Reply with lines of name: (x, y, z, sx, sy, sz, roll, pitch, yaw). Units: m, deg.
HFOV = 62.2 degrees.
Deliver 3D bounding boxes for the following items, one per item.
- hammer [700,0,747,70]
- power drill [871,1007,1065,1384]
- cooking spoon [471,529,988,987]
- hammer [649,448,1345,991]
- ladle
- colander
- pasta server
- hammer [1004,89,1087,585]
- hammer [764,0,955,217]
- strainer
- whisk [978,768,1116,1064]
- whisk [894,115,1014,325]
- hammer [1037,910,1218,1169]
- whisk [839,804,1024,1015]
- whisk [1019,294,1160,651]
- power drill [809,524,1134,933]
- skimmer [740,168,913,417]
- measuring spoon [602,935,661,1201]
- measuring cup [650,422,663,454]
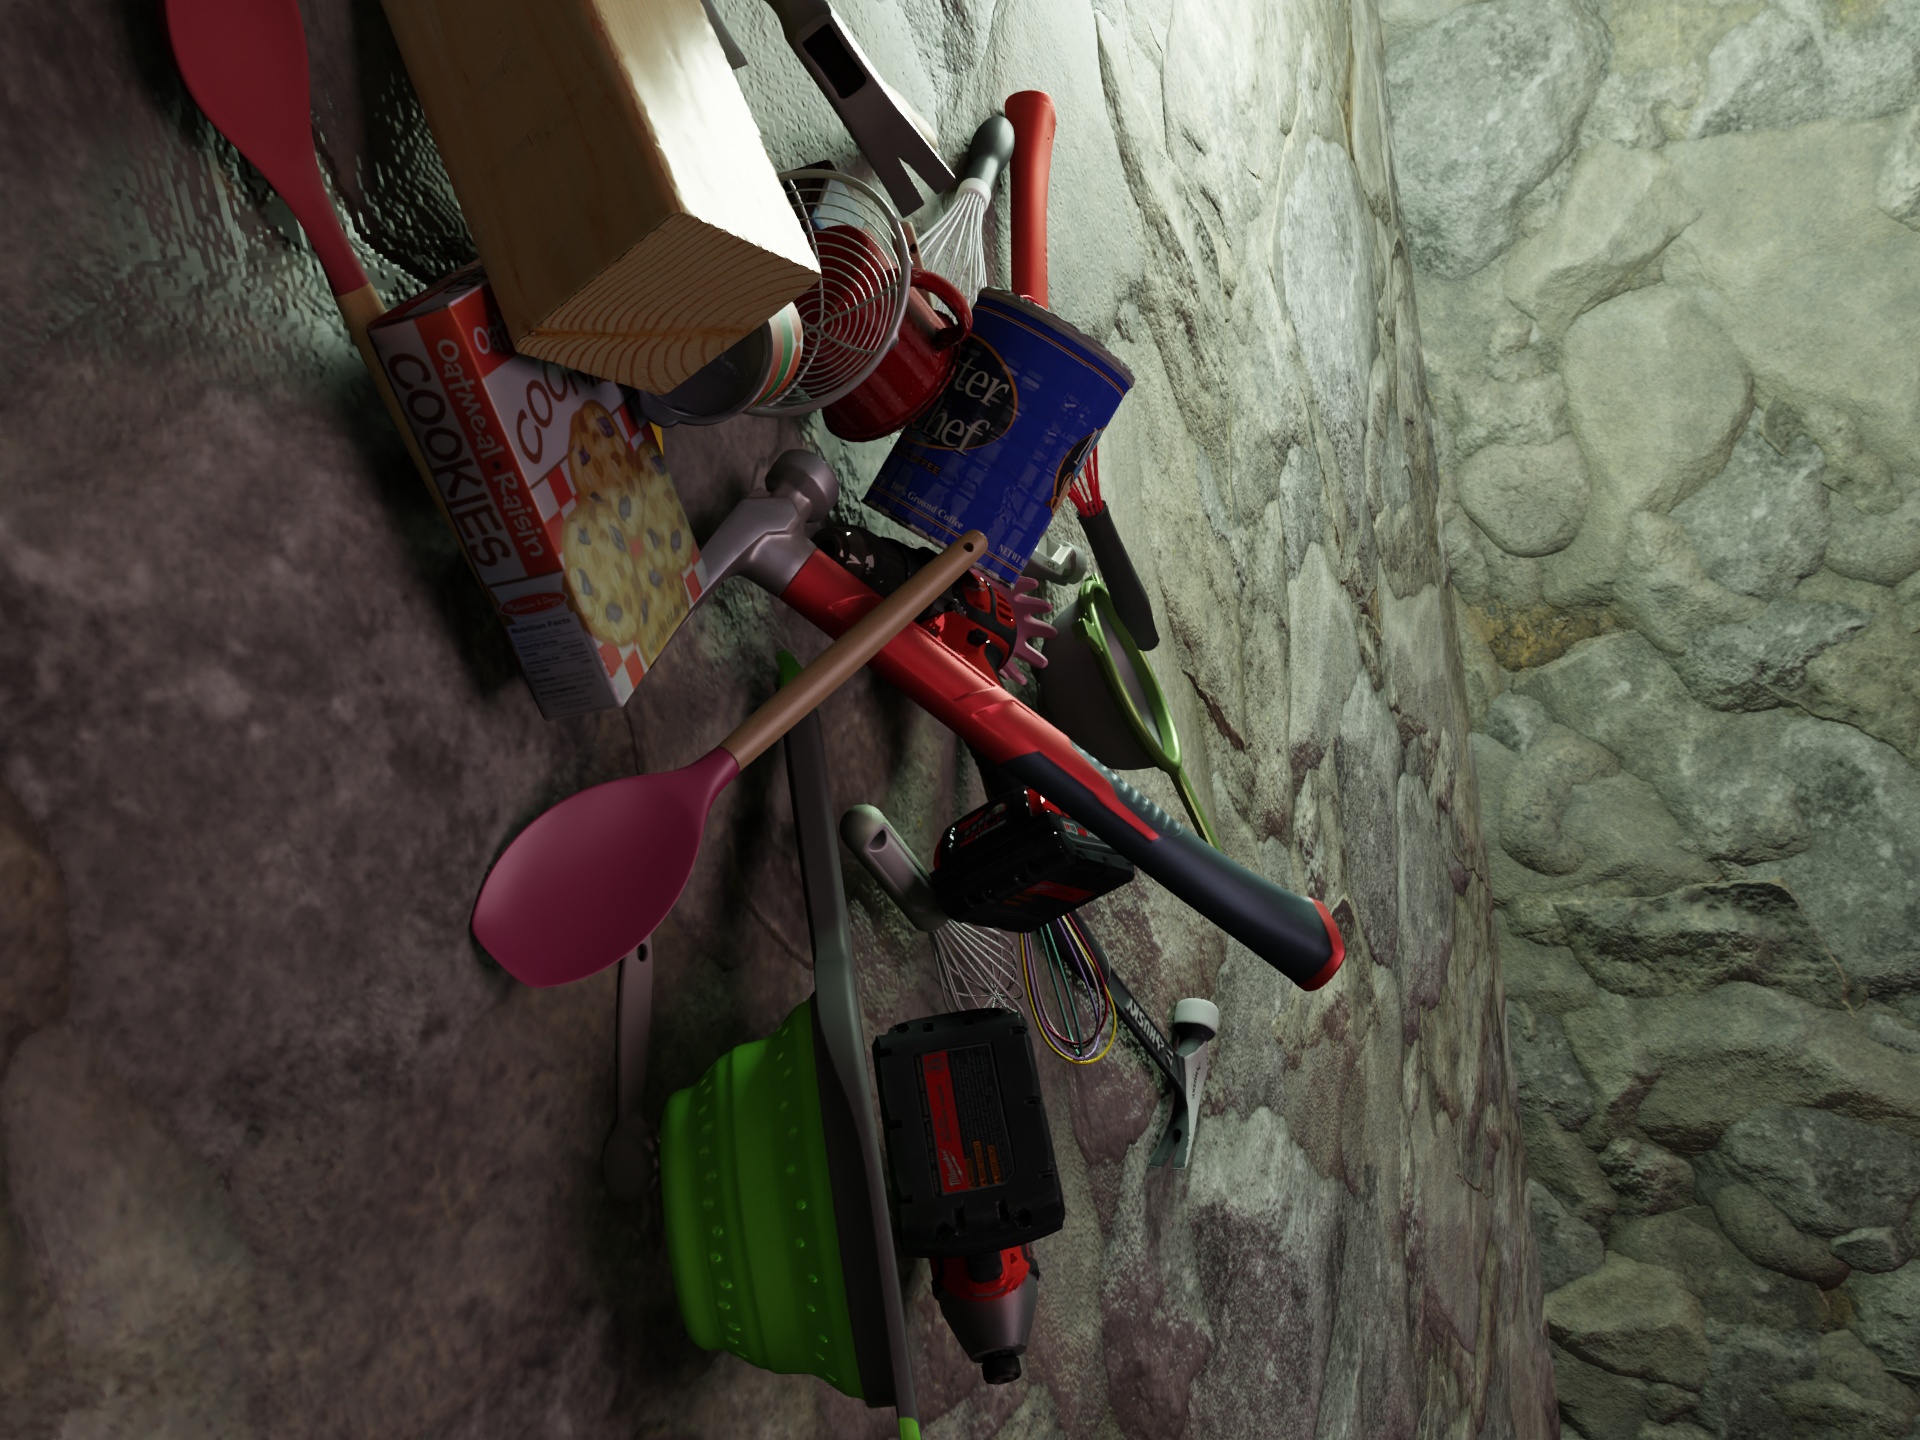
hammer: (-0.090, -0.468, 0.911, 0.337, 0.034, 0.127, -57, 133, -51)
power drill: (0.007, 0.253, 0.832, 0.219, 0.078, 0.143, 86, -6, -55)
cooking spoon: (-0.088, 0.003, 0.721, 0.069, 0.017, 0.319, 44, 59, 4)
hammer: (0.031, 0.026, 0.800, 0.386, 0.038, 0.143, 37, 55, -6)
ladle: (-0.220, -0.142, 0.611, 0.069, 0.031, 0.315, -64, 141, -52)
colander: (-0.093, 0.143, 0.744, 0.204, 0.094, 0.398, 90, -10, -60)
pasta server: (0.004, -0.156, 0.985, 0.060, 0.040, 0.315, -41, 135, -29)
hammer: (0.046, -0.282, 1.139, 0.149, 0.037, 0.359, 16, 72, -61)
hammer: (-0.042, -0.328, 0.857, 0.130, 0.031, 0.331, 55, 12, -9)
strainer: (0.122, 0.025, 1.158, 0.256, 0.069, 0.151, 63, 16, -13)
whisk: (0.045, 0.097, 0.996, 0.051, 0.047, 0.245, 60, 12, -68)
whisk: (0.002, -0.328, 1.045, 0.285, 0.070, 0.070, -75, 147, -42)
hammer: (0.105, 0.196, 1.170, 0.408, 0.036, 0.149, 53, 42, -45)
whisk: (-0.014, 0.114, 0.908, 0.058, 0.059, 0.246, -49, 144, -13)
whisk: (0.083, -0.158, 1.082, 0.295, 0.073, 0.073, 62, 35, -37)
power drill: (-0.001, -0.003, 0.894, 0.187, 0.080, 0.227, 23, 41, -60)
skimmer: (-0.139, -0.316, 0.726, 0.090, 0.127, 0.363, -85, 151, -64)
measuring spoon: (-0.142, 0.152, 0.715, 0.034, 0.018, 0.124, 20, 67, -60)
measuring cup: (-0.159, -0.159, 0.743, 0.062, 0.029, 0.156, -37, 129, -61)
